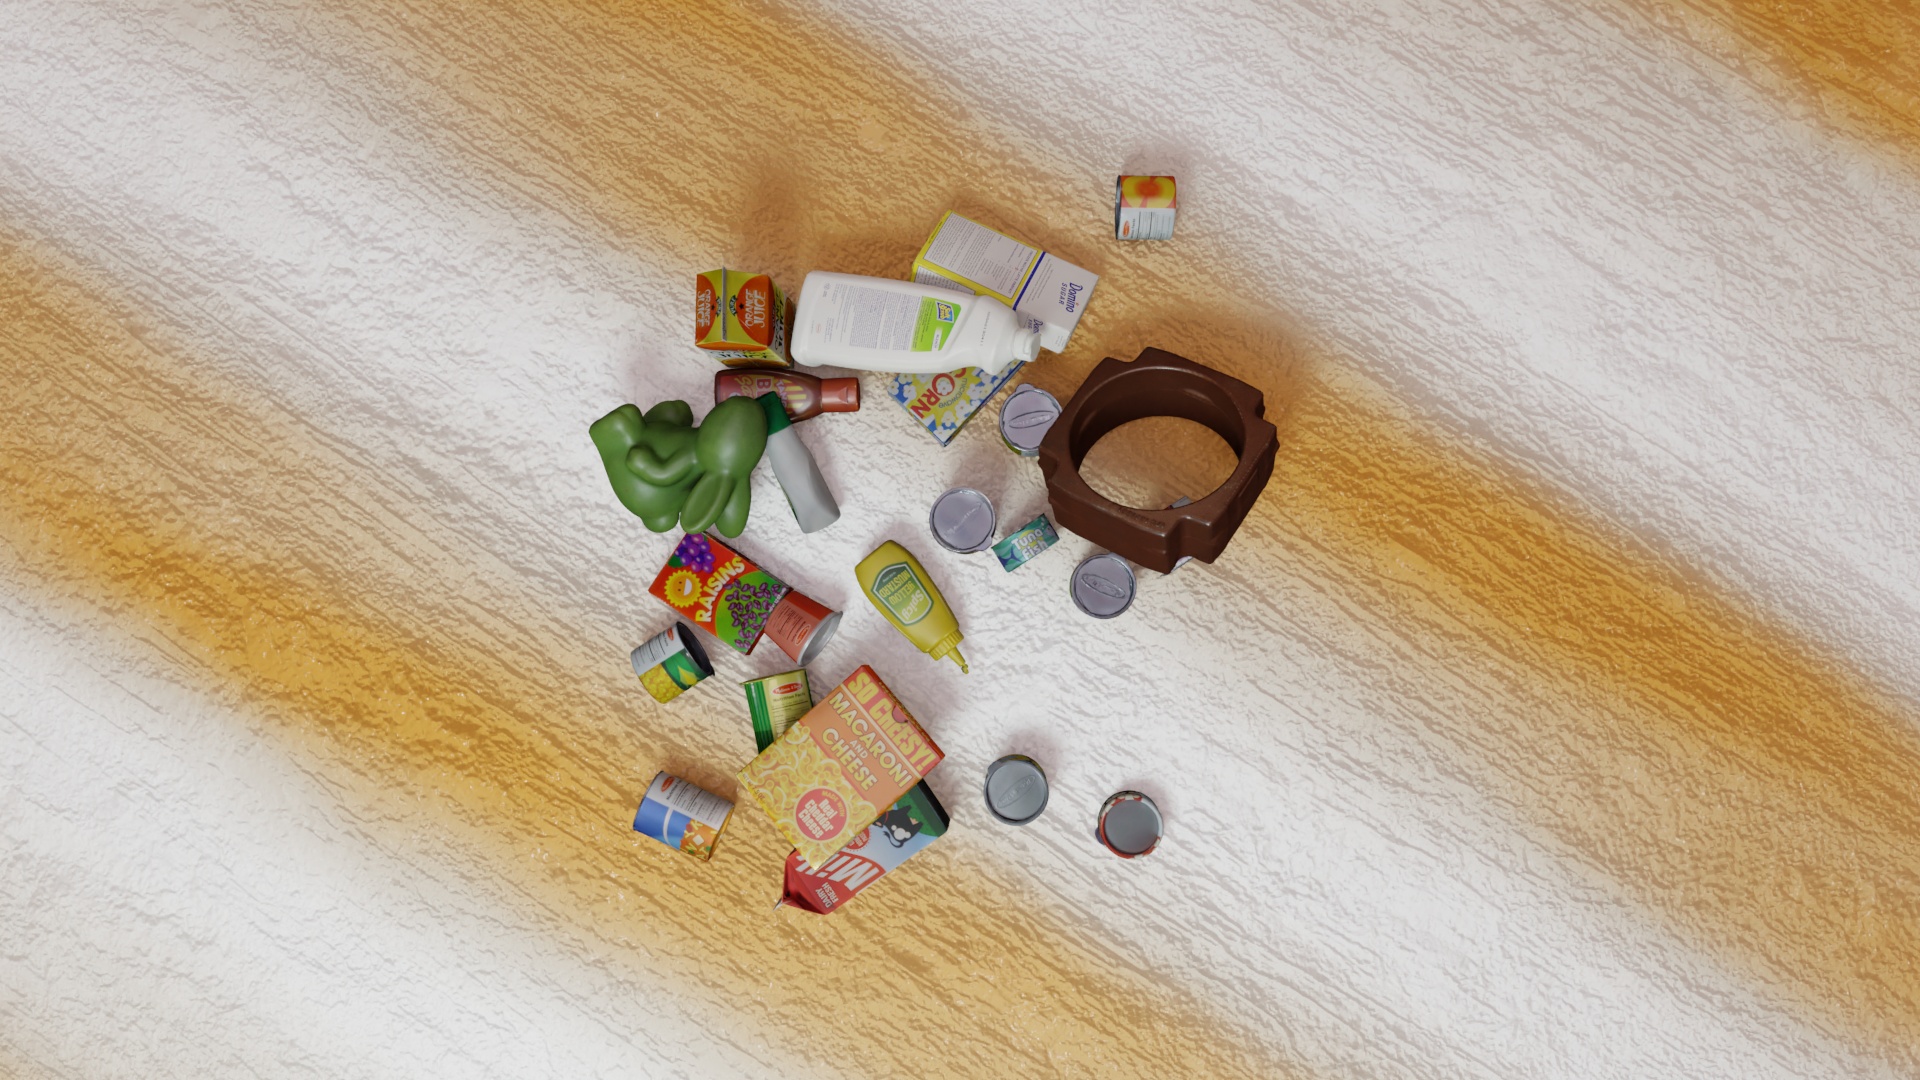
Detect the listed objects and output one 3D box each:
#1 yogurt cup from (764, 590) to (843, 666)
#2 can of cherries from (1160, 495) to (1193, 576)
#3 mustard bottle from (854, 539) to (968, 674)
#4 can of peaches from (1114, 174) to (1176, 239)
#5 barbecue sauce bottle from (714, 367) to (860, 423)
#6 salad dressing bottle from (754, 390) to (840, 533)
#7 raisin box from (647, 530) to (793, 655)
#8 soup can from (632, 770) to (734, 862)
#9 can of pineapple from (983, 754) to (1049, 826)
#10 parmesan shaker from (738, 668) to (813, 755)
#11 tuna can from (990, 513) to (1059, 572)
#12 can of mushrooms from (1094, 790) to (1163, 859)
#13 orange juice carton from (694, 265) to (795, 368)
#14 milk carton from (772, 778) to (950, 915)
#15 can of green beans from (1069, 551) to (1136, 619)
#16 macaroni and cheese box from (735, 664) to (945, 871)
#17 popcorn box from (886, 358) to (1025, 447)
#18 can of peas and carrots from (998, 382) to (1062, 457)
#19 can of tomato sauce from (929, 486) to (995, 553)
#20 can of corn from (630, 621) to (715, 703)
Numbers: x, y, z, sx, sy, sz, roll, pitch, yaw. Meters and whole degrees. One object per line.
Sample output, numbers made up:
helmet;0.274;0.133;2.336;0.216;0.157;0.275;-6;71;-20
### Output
yogurt cup;-0.165;0.089;1.433;0.054;0.072;0.072;35;89;11
can of cherries;0.218;-0.004;1.423;0.071;0.071;0.058;-33;87;0
mustard bottle;-0.041;0.074;1.435;0.065;0.049;0.160;-41;87;1
can of peaches;0.191;-0.347;1.440;0.058;0.071;0.071;1;88;2
barbecue sauce bottle;-0.180;-0.150;1.453;0.149;0.044;0.064;-2;97;1
salad dressing bottle;-0.174;-0.081;1.428;0.044;0.064;0.147;-24;104;7
raisin box;-0.249;0.051;1.449;0.123;0.040;0.086;33;89;2
soup can;-0.284;0.285;1.427;0.084;0.071;0.071;24;89;2
can of pineapple;0.056;0.252;1.419;0.071;0.058;0.071;0;87;2
parmesan shaker;-0.183;0.189;1.425;0.071;0.071;0.103;-12;88;2
tuna can;0.067;0.003;1.424;0.071;0.071;0.033;-33;88;0
can of mushrooms;0.173;0.293;1.426;0.071;0.033;0.071;0;88;1
orange juice carton;-0.216;-0.220;1.384;0.073;0.192;0.072;1;89;3
milk carton;-0.109;0.315;1.415;0.190;0.072;0.073;-35;87;0
can of green beans;0.146;0.047;1.426;0.071;0.058;0.071;0;88;2
macaroni and cheese box;-0.117;0.222;1.366;0.166;0.040;0.124;-41;84;-1
popcorn box;-0.004;-0.173;1.451;0.085;0.038;0.126;43;89;4
can of peas and carrots;0.072;-0.124;1.436;0.071;0.058;0.071;0;87;2
can of tomato sauce;0.005;-0.018;1.421;0.071;0.083;0.071;0;88;2
can of corn;-0.297;0.128;1.435;0.058;0.071;0.071;-32;87;1
